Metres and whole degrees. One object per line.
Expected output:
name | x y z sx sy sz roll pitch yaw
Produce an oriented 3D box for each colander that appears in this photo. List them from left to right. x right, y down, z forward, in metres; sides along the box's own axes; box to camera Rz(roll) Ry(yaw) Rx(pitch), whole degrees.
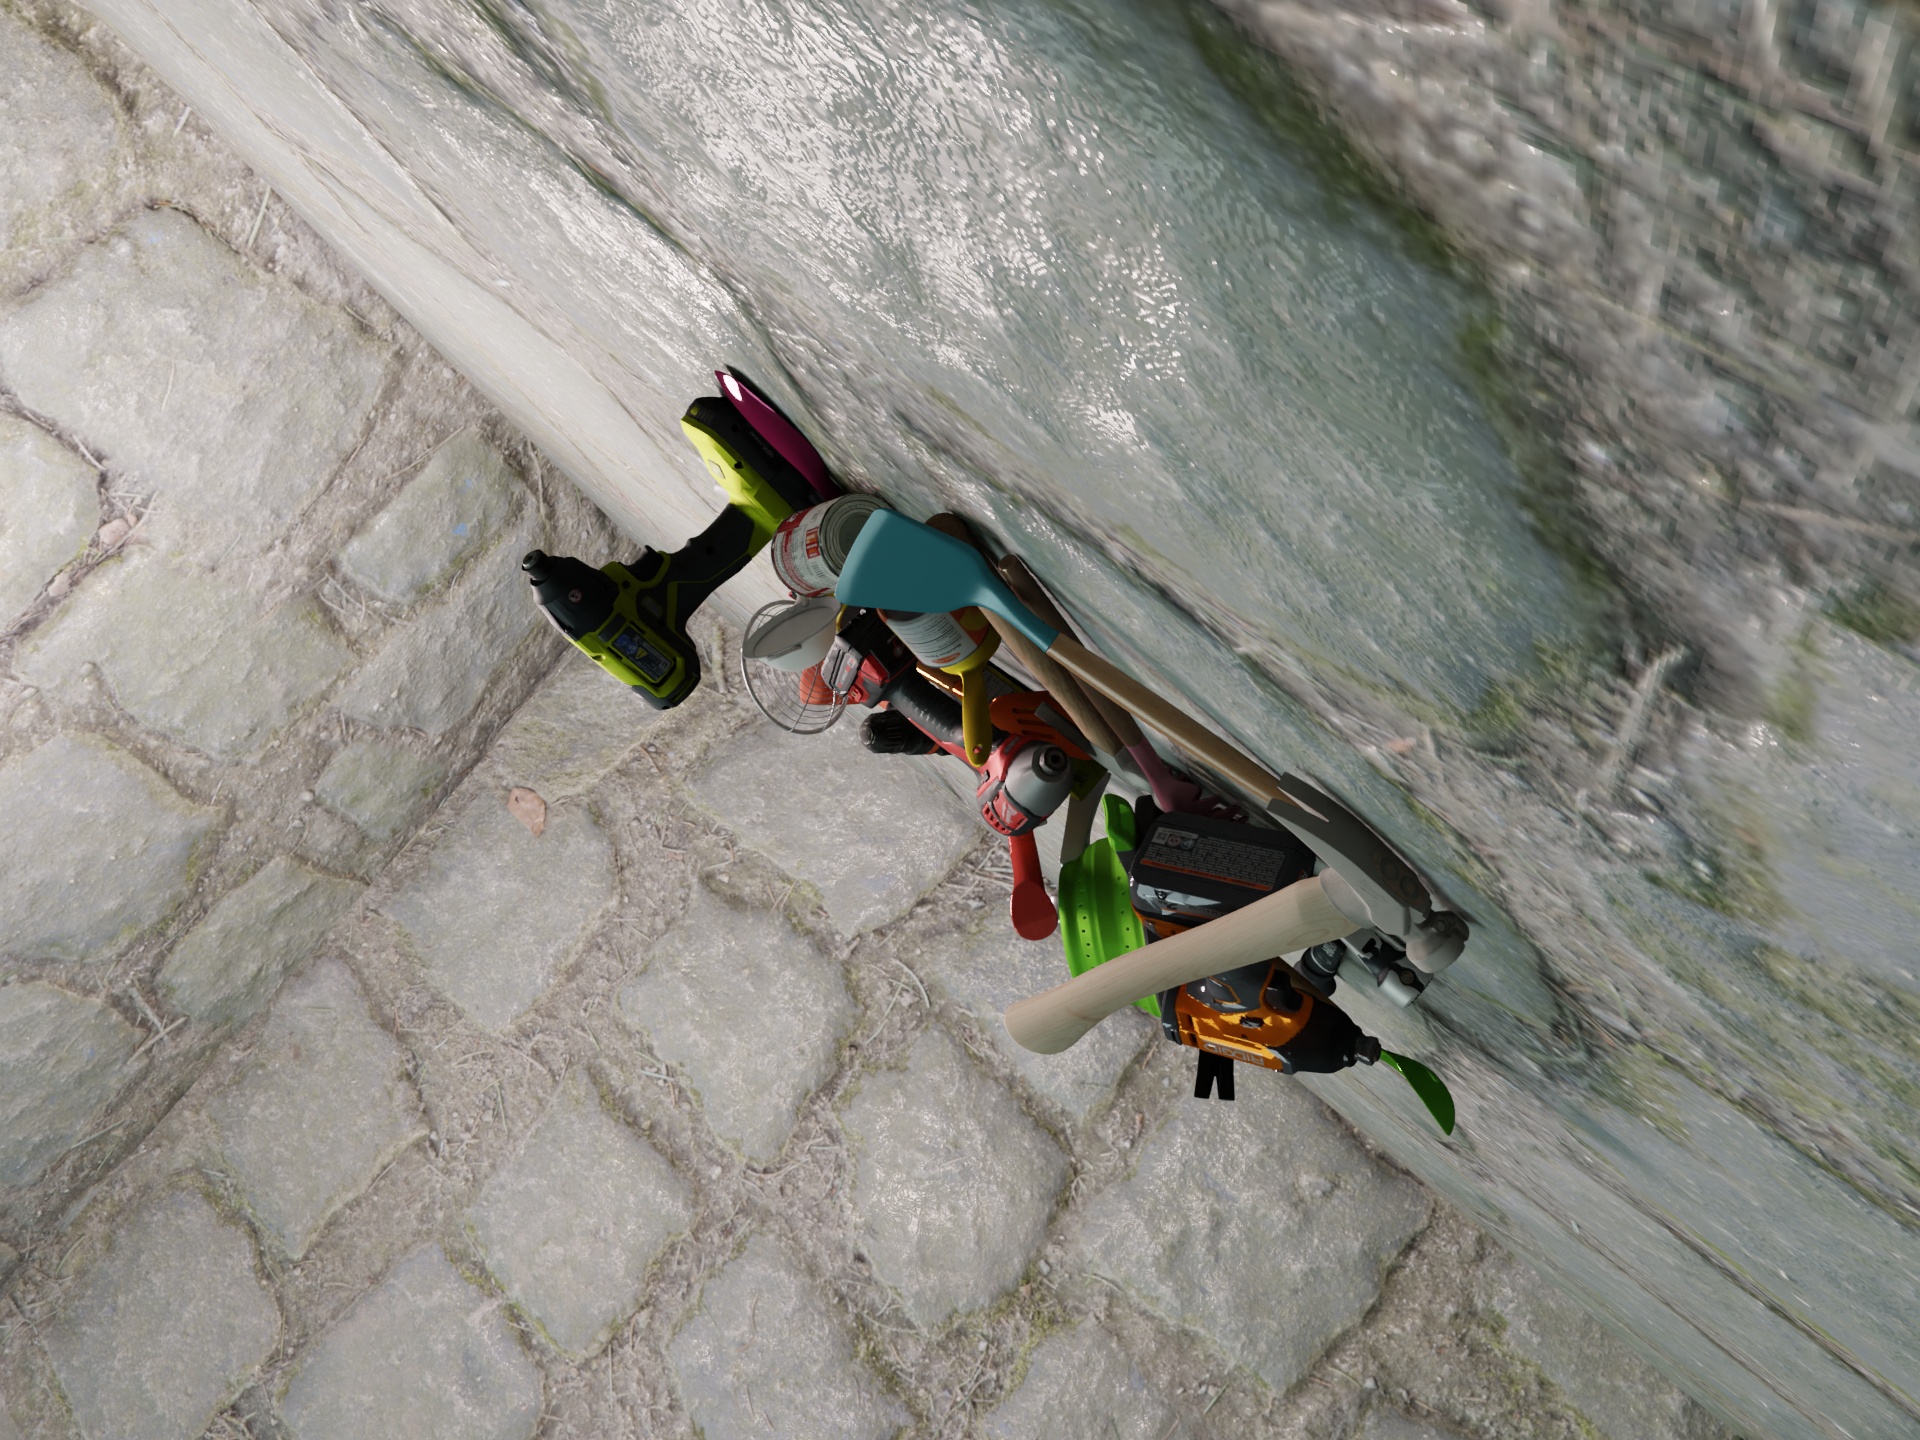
colander | 0.118 0.140 1.279 0.396 0.094 0.205 56 -153 -64

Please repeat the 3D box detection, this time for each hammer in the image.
hammer | 0.057 0.106 1.439 0.359 0.036 0.149 -97 -14 -69
hammer | 0.060 -0.041 1.125 0.130 0.031 0.331 35 172 41
hammer | 0.156 0.143 1.611 0.035 0.144 0.405 8 173 17
hammer | 0.140 0.156 1.071 0.146 0.038 0.410 42 143 -9
hammer | 0.212 0.186 1.298 0.035 0.146 0.334 2 144 10
hammer | 0.301 0.193 1.330 0.149 0.036 0.408 40 175 16

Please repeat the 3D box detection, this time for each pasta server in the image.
pasta server | 0.111 -0.009 1.077 0.060 0.040 0.315 34 167 50

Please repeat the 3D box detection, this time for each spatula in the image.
spatula | -0.008 -0.042 1.390 0.323 0.041 0.080 32 156 46
spatula | 0.073 -0.026 0.973 0.317 0.044 0.082 34 132 3

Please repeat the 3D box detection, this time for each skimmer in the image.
skimmer | -0.154 -0.079 1.585 0.127 0.090 0.363 60 -176 -13

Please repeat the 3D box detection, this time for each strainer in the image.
strainer | -0.123 -0.102 1.273 0.259 0.087 0.050 -87 -28 -54

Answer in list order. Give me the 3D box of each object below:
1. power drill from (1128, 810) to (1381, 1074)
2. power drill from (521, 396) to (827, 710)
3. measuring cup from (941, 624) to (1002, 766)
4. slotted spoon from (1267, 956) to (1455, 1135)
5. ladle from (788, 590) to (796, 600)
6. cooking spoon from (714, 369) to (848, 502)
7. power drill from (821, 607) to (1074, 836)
power drill | 0.214 0.174 1.144 0.164 0.084 0.226 10 140 29
power drill | -0.222 -0.138 1.248 0.080 0.223 0.171 33 171 49
measuring cup | 0.004 -0.030 1.161 0.029 0.062 0.157 53 -159 -41
slotted spoon | 0.310 0.244 1.360 0.314 0.031 0.070 40 175 48
ladle | -0.081 -0.084 1.746 0.316 0.031 0.069 34 -175 38
cooking spoon | -0.082 -0.157 1.228 0.318 0.017 0.069 45 171 -38
power drill | -0.002 -0.004 1.272 0.219 0.078 0.143 43 159 2
